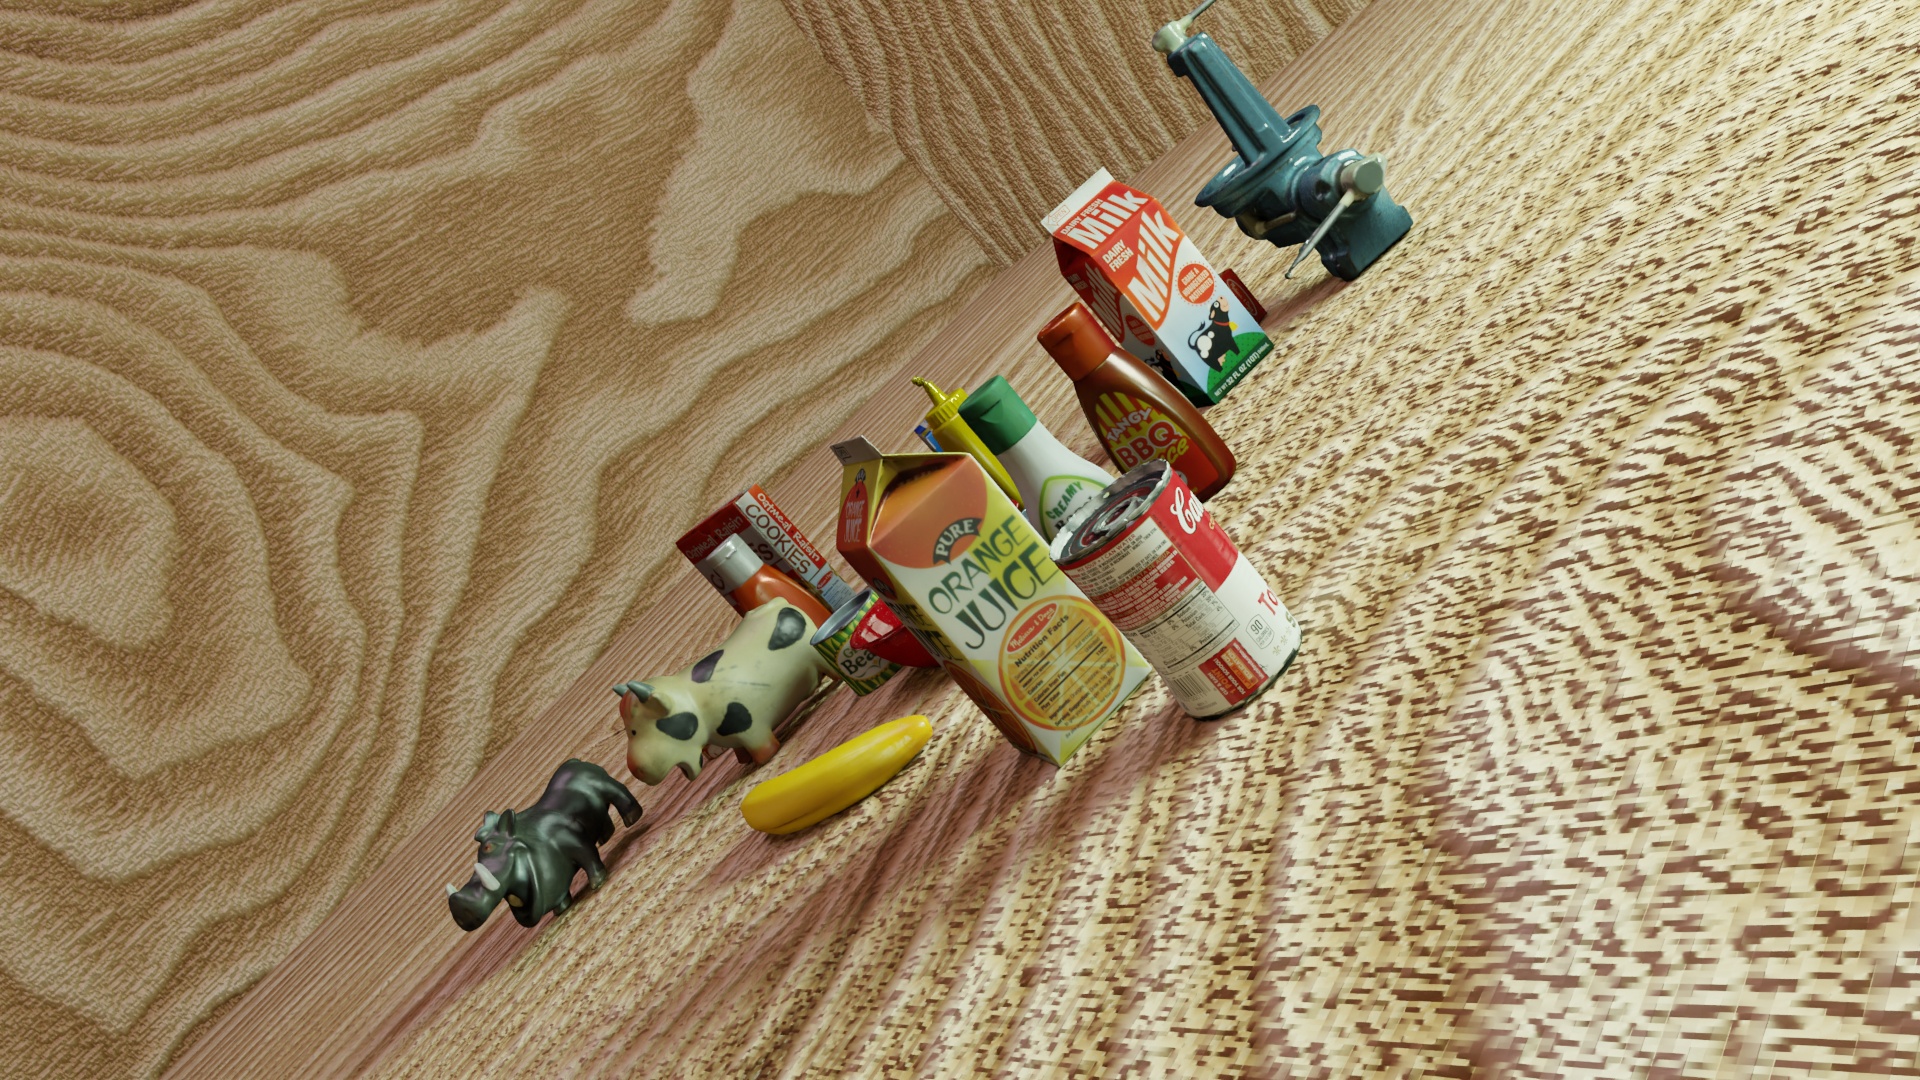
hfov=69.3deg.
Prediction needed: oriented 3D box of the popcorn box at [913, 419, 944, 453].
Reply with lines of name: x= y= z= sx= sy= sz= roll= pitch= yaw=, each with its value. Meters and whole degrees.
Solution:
popcorn box: x=-0.003 y=-0.093 z=1.466 sx=0.038 sy=0.085 sz=0.127 roll=-41 pitch=11 yaw=0

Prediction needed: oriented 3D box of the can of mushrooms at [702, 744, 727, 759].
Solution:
can of mushrooms: x=-0.227 y=0.174 z=1.312 sx=0.071 sy=0.033 sz=0.071 roll=-39 pitch=11 yaw=9

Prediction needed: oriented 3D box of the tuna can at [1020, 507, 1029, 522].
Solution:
tuna can: x=0.076 y=-0.021 z=1.052 sx=0.071 sy=0.033 sz=0.071 roll=-39 pitch=11 yaw=9

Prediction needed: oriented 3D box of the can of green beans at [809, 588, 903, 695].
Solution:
can of green beans: x=-0.076 y=0.081 z=1.105 sx=0.071 sy=0.058 sz=0.071 roll=-39 pitch=11 yaw=9

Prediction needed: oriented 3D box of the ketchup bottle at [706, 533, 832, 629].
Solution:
ketchup bottle: x=-0.166 y=0.060 z=1.253 sx=0.065 sy=0.148 sz=0.043 roll=-44 pitch=11 yaw=-16

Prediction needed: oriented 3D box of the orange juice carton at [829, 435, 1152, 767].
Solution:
orange juice carton: x=0.004 y=0.020 z=0.719 sx=0.073 sy=0.192 sz=0.072 roll=-44 pitch=11 yaw=-13

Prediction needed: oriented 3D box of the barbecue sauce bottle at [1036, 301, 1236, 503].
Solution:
barbecue sauce bottle: x=0.109 y=-0.085 z=0.890 sx=0.064 sy=0.148 sz=0.044 roll=-34 pitch=13 yaw=32

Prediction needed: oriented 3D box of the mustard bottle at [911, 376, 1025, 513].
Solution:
mustard bottle: x=0.018 y=-0.075 z=1.126 sx=0.049 sy=0.160 sz=0.065 roll=-46 pitch=12 yaw=-23

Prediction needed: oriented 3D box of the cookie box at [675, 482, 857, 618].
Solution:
cookie box: x=-0.190 y=0.035 z=1.379 sx=0.122 sy=0.167 sz=0.040 roll=-30 pitch=16 yaw=46

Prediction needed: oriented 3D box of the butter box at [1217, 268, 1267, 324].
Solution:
butter box: x=0.218 y=-0.199 z=1.216 sx=0.024 sy=0.053 sz=0.103 roll=-45 pitch=12 yaw=-19

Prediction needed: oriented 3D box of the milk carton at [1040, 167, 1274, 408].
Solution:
milk carton: x=0.147 y=-0.196 z=1.081 sx=0.072 sy=0.190 sz=0.073 roll=-43 pitch=11 yaw=-12

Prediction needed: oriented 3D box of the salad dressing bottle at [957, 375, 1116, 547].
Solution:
salad dressing bottle: x=0.058 y=-0.038 z=0.880 sx=0.064 sy=0.147 sz=0.044 roll=-40 pitch=11 yaw=7
